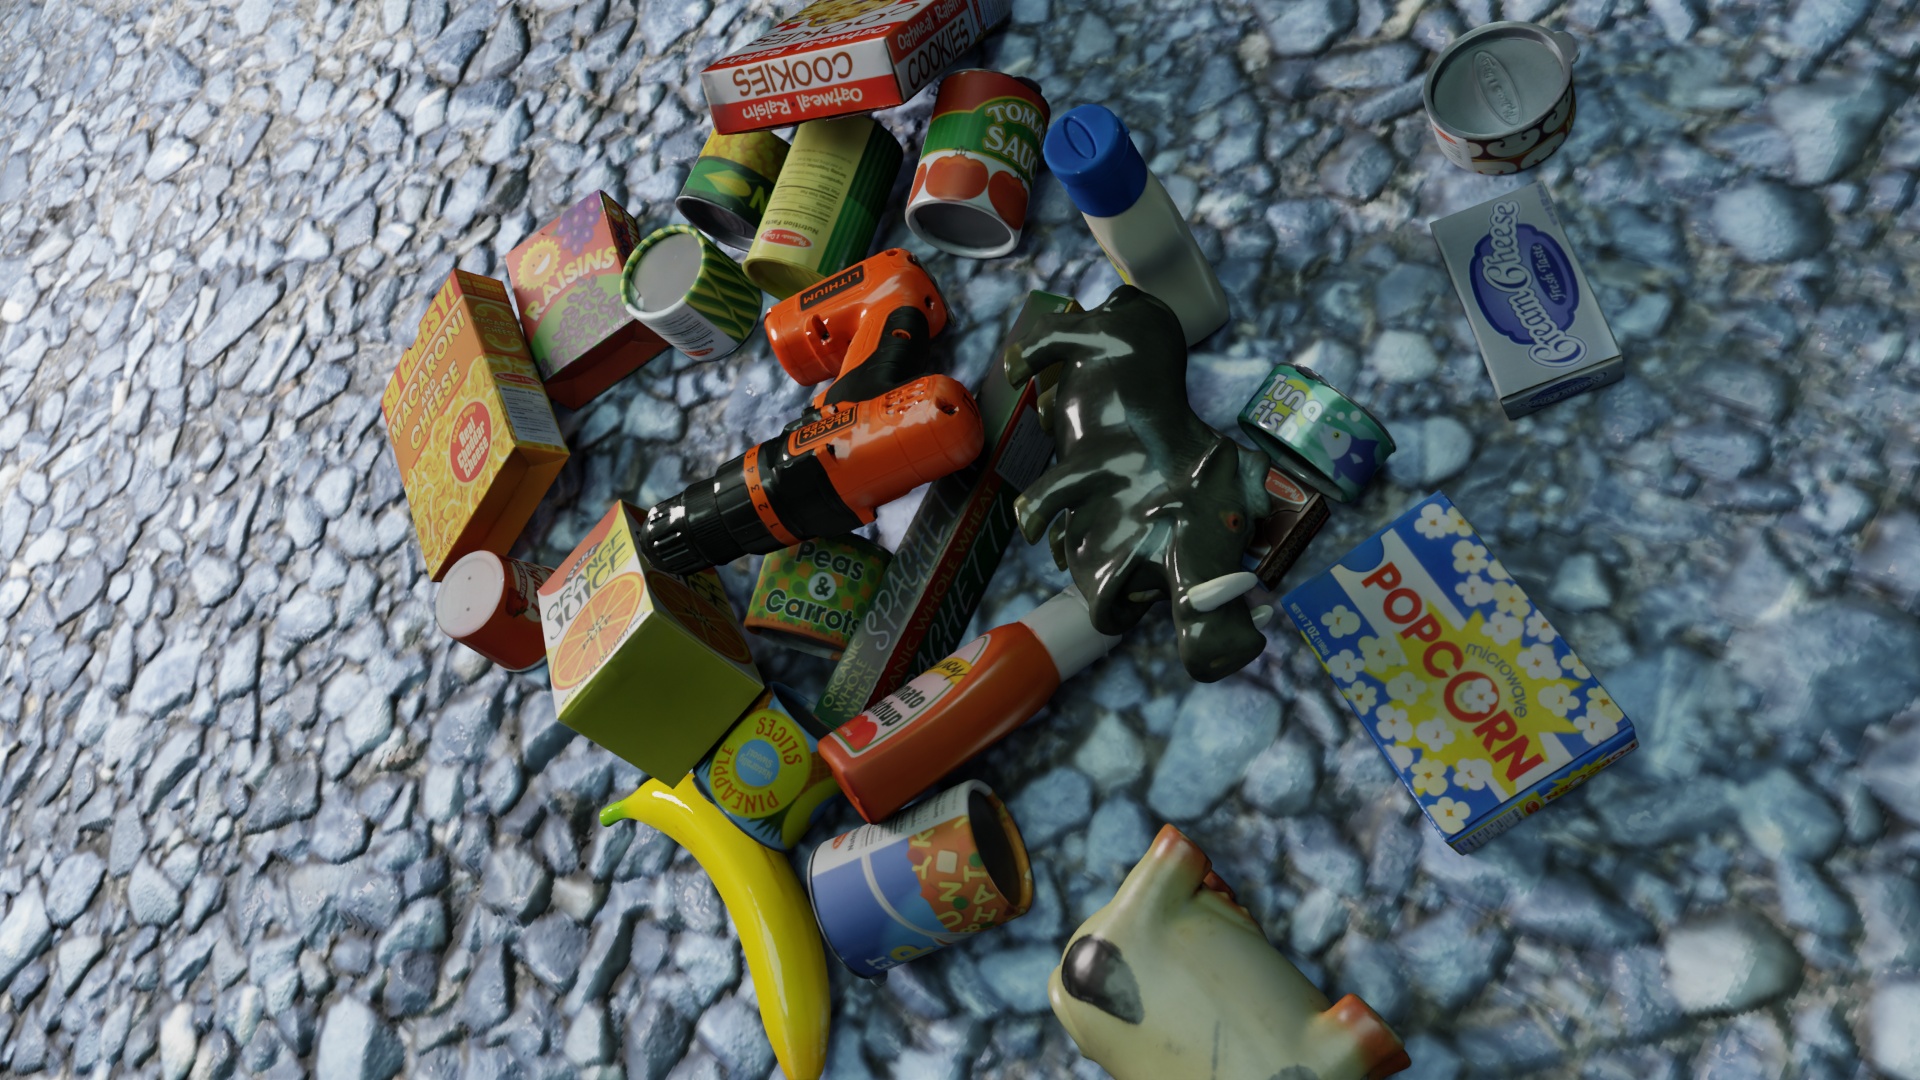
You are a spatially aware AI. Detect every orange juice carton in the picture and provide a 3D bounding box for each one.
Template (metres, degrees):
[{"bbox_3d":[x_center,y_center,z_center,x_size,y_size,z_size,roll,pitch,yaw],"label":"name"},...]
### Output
[{"bbox_3d":[-0.172,0.042,0.744,0.072,0.073,0.193,-48,29,4],"label":"orange juice carton"}]

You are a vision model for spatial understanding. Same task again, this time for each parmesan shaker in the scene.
[{"bbox_3d":[-0.077,-0.194,0.821,0.071,0.071,0.103,11,75,31],"label":"parmesan shaker"}]

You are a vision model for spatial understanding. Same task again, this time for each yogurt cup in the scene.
[{"bbox_3d":[-0.276,0.040,0.835,0.072,0.054,0.072,-11,65,25],"label":"yogurt cup"}]

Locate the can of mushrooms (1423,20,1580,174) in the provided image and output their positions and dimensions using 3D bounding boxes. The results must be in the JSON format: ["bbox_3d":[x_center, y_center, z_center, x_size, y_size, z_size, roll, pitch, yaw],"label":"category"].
[{"bbox_3d":[0.262,-0.213,0.667,0.071,0.033,0.071,-11,64,24],"label":"can of mushrooms"}]

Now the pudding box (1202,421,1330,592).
[{"bbox_3d":[0.126,-0.019,0.659,0.084,0.030,0.049,37,88,34],"label":"pudding box"}]

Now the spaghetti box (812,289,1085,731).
[{"bbox_3d":[0.003,-0.009,0.709,0.029,0.050,0.250,22,81,35],"label":"spaghetti box"}]

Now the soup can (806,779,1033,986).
[{"bbox_3d":[-0.016,0.158,0.641,0.083,0.071,0.071,-26,60,16],"label":"soup can"}]

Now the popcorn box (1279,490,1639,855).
[{"bbox_3d":[0.206,0.055,0.582,0.085,0.038,0.127,-36,58,12],"label":"popcorn box"}]

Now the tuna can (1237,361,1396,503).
[{"bbox_3d":[0.160,-0.049,0.630,0.071,0.071,0.033,39,92,34],"label":"tuna can"}]

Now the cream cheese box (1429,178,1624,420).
[{"bbox_3d":[0.257,-0.111,0.632,0.053,0.024,0.104,-21,61,20],"label":"cream cheese box"}]

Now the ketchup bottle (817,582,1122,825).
[{"bbox_3d":[0.007,0.073,0.651,0.149,0.043,0.065,-33,13,-13],"label":"ketchup bottle"}]

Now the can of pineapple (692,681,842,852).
[{"bbox_3d":[-0.091,0.113,0.696,0.058,0.071,0.071,-49,56,2],"label":"can of pineapple"}]

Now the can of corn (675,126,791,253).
[{"bbox_3d":[-0.132,-0.218,0.859,0.071,0.071,0.058,18,79,32],"label":"can of corn"}]

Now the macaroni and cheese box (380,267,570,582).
[{"bbox_3d":[-0.315,-0.074,0.888,0.123,0.040,0.167,-49,53,27],"label":"macaroni and cheese box"}]

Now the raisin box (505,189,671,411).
[{"bbox_3d":[-0.246,-0.159,0.911,0.086,0.040,0.124,-31,58,14],"label":"raisin box"}]

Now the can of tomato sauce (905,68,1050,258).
[{"bbox_3d":[0.011,-0.210,0.779,0.071,0.071,0.083,5,73,30],"label":"can of tomato sauce"}]

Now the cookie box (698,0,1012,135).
[{"bbox_3d":[-0.057,-0.291,0.815,0.123,0.040,0.168,-1,34,27],"label":"cookie box"}]

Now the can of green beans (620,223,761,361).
[{"bbox_3d":[-0.166,-0.152,0.854,0.071,0.057,0.071,-11,65,24],"label":"can of green beans"}]

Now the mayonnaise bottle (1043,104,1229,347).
[{"bbox_3d":[0.084,-0.151,0.666,0.041,0.148,0.065,-34,58,13],"label":"mayonnaise bottle"}]

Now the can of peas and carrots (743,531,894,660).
[{"bbox_3d":[-0.073,0.027,0.722,0.071,0.071,0.059,8,75,30],"label":"can of peas and carrots"}]
